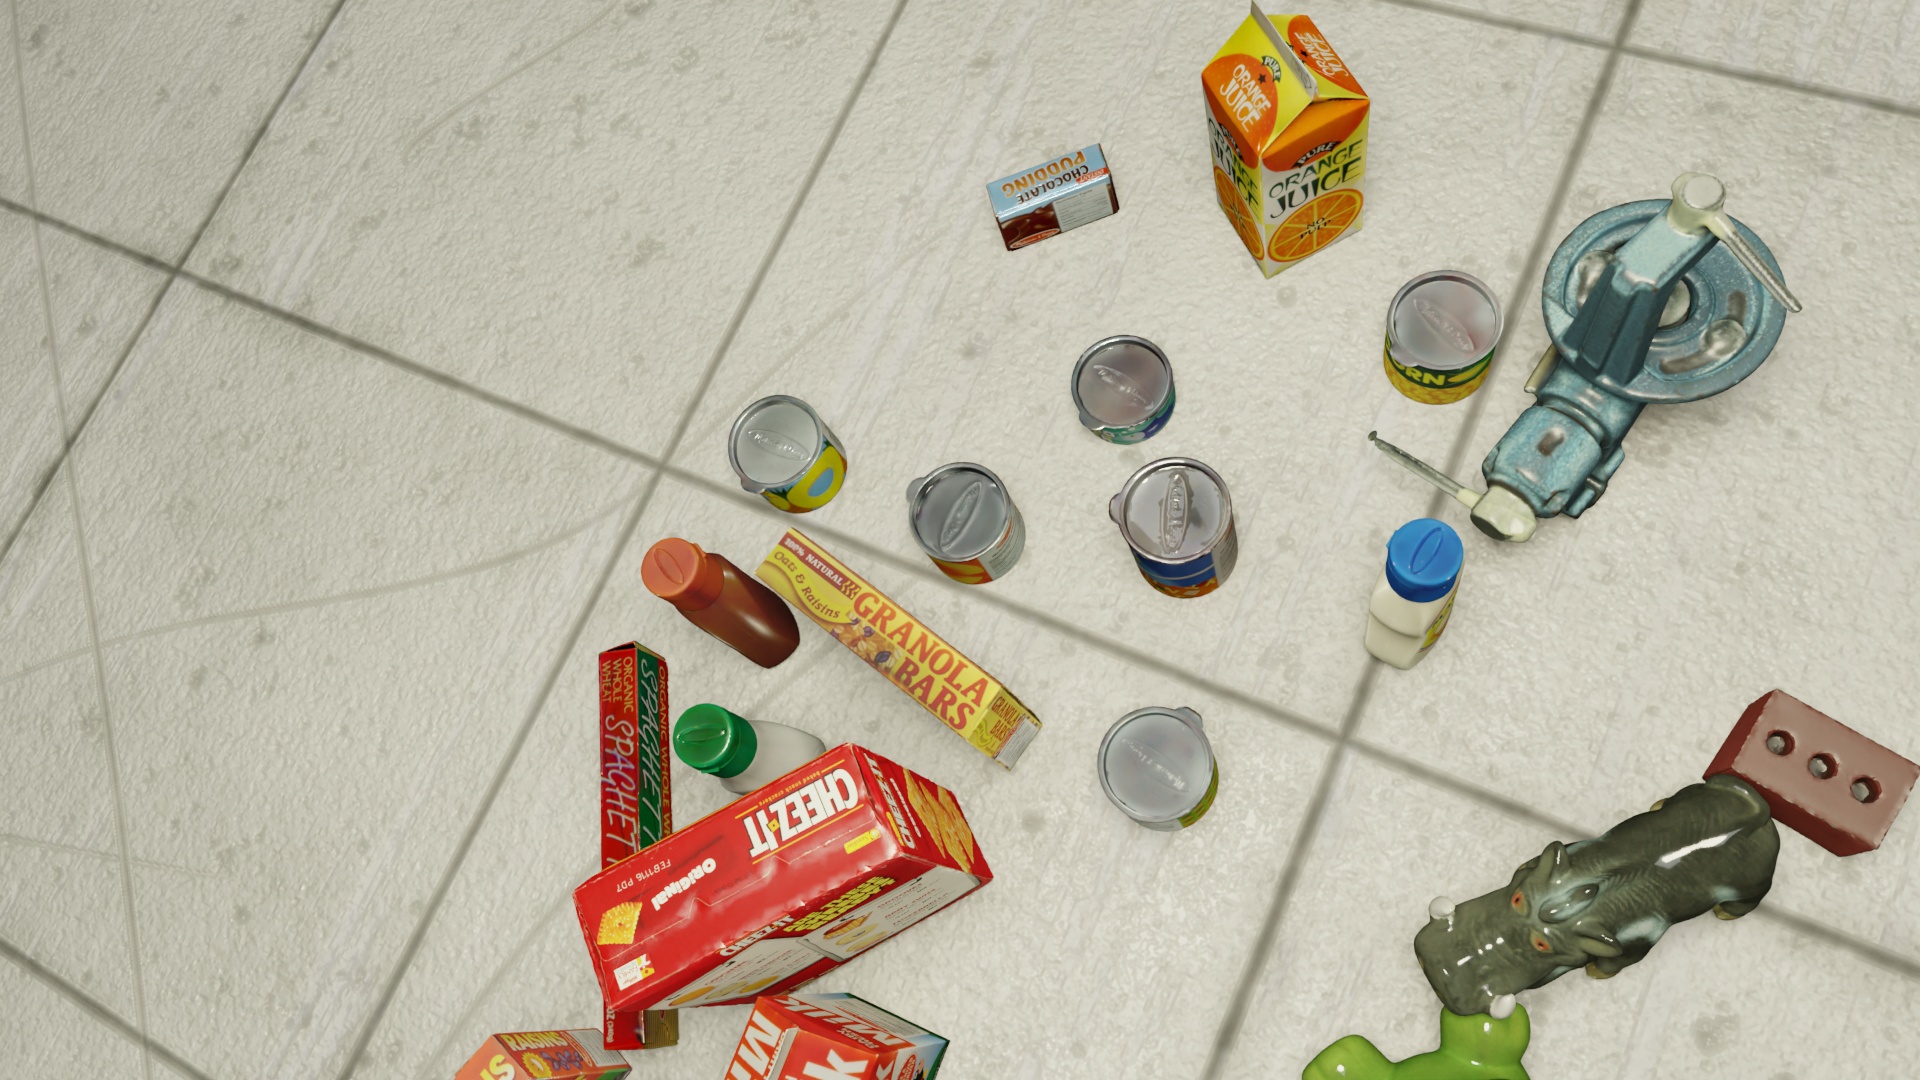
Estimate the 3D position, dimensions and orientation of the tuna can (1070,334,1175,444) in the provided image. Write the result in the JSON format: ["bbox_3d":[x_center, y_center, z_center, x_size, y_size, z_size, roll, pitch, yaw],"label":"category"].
[{"bbox_3d":[0.106,-0.096,0.908,0.071,0.032,0.071,-4,71,13],"label":"tuna can"}]

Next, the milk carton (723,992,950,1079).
[{"bbox_3d":[-0.073,0.290,0.739,0.073,0.190,0.072,19,78,19],"label":"milk carton"}]

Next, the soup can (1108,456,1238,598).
[{"bbox_3d":[0.131,-0.006,0.844,0.071,0.083,0.071,-4,72,13],"label":"soup can"}]

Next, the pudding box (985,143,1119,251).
[{"bbox_3d":[0.064,-0.235,0.955,0.084,0.049,0.030,-19,69,7],"label":"pudding box"}]

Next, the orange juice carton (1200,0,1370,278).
[{"bbox_3d":[0.199,-0.246,0.848,0.073,0.192,0.072,-28,68,4],"label":"orange juice carton"}]

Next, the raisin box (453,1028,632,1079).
[{"bbox_3d":[-0.257,0.330,0.808,0.040,0.123,0.086,38,85,22],"label":"raisin box"}]

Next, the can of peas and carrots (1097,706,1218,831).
[{"bbox_3d":[0.118,0.133,0.815,0.071,0.058,0.071,-4,72,13],"label":"can of peas and carrots"}]

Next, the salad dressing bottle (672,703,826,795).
[{"bbox_3d":[-0.124,0.128,0.829,0.064,0.147,0.044,-10,71,11],"label":"salad dressing bottle"}]

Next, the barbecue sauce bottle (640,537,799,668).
[{"bbox_3d":[-0.150,0.036,0.865,0.043,0.148,0.065,-41,68,-1],"label":"barbecue sauce bottle"}]

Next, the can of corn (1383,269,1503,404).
[{"bbox_3d":[0.294,-0.122,0.856,0.071,0.058,0.071,-4,72,13],"label":"can of corn"}]

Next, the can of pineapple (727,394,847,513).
[{"bbox_3d":[-0.117,-0.056,0.936,0.071,0.057,0.071,-4,71,13],"label":"can of pineapple"}]

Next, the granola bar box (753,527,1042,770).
[{"bbox_3d":[-0.034,0.067,0.839,0.166,0.124,0.039,35,84,21],"label":"granola bar box"}]

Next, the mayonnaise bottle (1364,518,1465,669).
[{"bbox_3d":[0.252,0.027,0.768,0.041,0.147,0.065,31,82,21],"label":"mayonnaise bottle"}]

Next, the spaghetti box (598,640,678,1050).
[{"bbox_3d":[-0.204,0.190,0.881,0.028,0.050,0.251,-10,70,11],"label":"spaghetti box"}]

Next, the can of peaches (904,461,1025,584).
[{"bbox_3d":[0.003,-0.011,0.892,0.071,0.058,0.071,-4,71,13],"label":"can of peaches"}]
